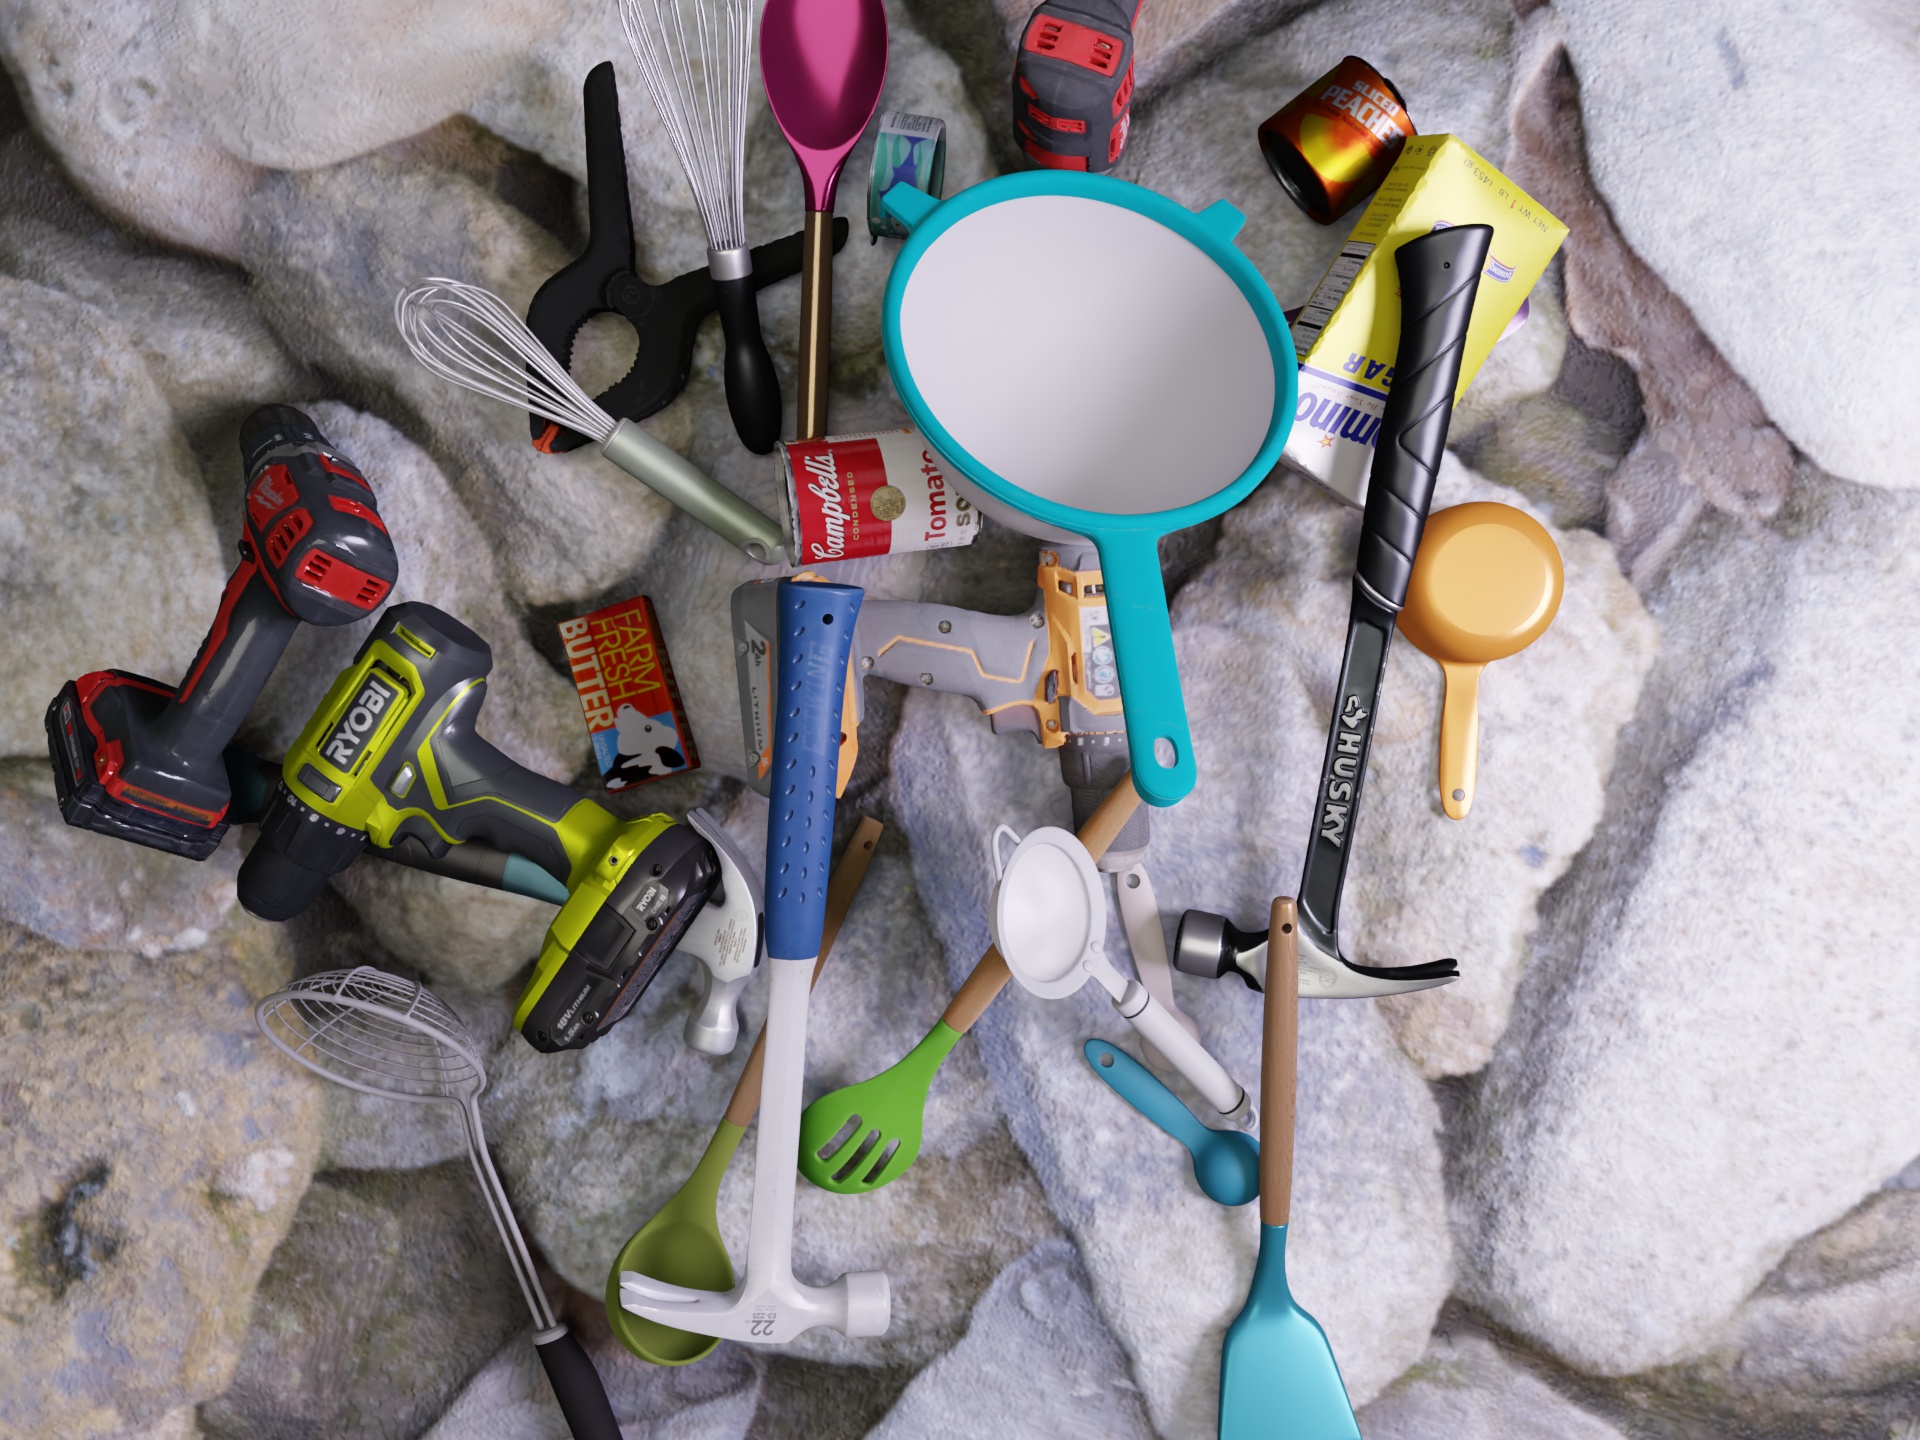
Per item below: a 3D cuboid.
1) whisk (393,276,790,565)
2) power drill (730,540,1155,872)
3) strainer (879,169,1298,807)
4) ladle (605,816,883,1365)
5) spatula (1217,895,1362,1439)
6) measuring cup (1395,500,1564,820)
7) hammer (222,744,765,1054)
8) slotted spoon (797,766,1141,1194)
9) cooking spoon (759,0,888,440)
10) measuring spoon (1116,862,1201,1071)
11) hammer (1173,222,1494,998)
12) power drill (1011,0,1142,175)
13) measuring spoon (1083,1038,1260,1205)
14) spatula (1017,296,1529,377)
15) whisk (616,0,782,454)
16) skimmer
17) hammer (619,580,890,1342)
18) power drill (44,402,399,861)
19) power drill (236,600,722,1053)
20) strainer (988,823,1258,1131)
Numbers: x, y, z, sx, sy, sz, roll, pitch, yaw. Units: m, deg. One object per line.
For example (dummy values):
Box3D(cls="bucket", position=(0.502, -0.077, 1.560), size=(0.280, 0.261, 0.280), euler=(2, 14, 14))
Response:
Box3D(cls="whisk", position=(-0.195, -0.160, 0.866), size=(0.246, 0.058, 0.059), euler=(34, 52, -15))
Box3D(cls="power drill", position=(-0.001, -0.003, 0.863), size=(0.226, 0.084, 0.185), euler=(-5, 99, 0))
Box3D(cls="strainer", position=(0.065, -0.109, 0.790), size=(0.211, 0.095, 0.341), euler=(-2, 69, -14))
Box3D(cls="ladle", position=(-0.110, 0.204, 0.886), size=(0.078, 0.062, 0.320), euler=(25, 89, -33))
Box3D(cls="spatula", position=(0.174, 0.249, 0.853), size=(0.082, 0.044, 0.317), euler=(-3, 102, -6))
Box3D(cls="measuring cup", position=(0.275, -0.032, 0.851), size=(0.095, 0.052, 0.173), euler=(3, 89, 4))
Box3D(cls="hammer", position=(-0.270, 0.081, 0.907), size=(0.331, 0.033, 0.128), euler=(17, 93, 4))
Box3D(cls="slotted spoon", position=(0.009, 0.144, 0.860), size=(0.070, 0.031, 0.313), euler=(33, 103, -14))
Box3D(cls="cooking spoon", position=(-0.078, -0.251, 0.869), size=(0.068, 0.017, 0.319), euler=(3, 100, -2))
Box3D(cls="measuring spoon", position=(0.107, 0.136, 0.885), size=(0.034, 0.018, 0.124), euler=(-14, 89, 5))
Box3D(cls="hammer", position=(0.217, -0.046, 0.821), size=(0.149, 0.036, 0.409), euler=(11, 103, 11))
Box3D(cls="power drill", position=(0.085, -0.387, 0.824), size=(0.078, 0.143, 0.220), euler=(20, 86, 5))
Box3D(cls="measuring spoon", position=(0.119, 0.223, 0.883), size=(0.128, 0.021, 0.042), euler=(40, 94, 1))
Box3D(cls="spatula", position=(0.153, -0.211, 0.876), size=(0.316, 0.018, 0.060), euler=(-8, 92, 4))
Box3D(cls="whisk", position=(-0.127, -0.272, 0.829), size=(0.070, 0.070, 0.284), euler=(-4, 121, 5))
Box3D(cls="skimmer", position=(-0.274, 0.301, 0.883), size=(0.127, 0.090, 0.363), euler=(-21, 92, 37))
Box3D(cls="hammer", position=(-0.093, 0.131, 0.819), size=(0.144, 0.035, 0.405), euler=(3, 100, -14))
Box3D(cls="power drill", position=(-0.402, -0.059, 0.869), size=(0.226, 0.080, 0.188), euler=(-51, 46, 10))
Box3D(cls="power drill", position=(-0.263, 0.073, 0.852), size=(0.228, 0.080, 0.190), euler=(35, 95, 5))
Box3D(cls="strainer", position=(0.082, 0.143, 0.835), size=(0.258, 0.050, 0.087), euler=(46, 53, -24))
